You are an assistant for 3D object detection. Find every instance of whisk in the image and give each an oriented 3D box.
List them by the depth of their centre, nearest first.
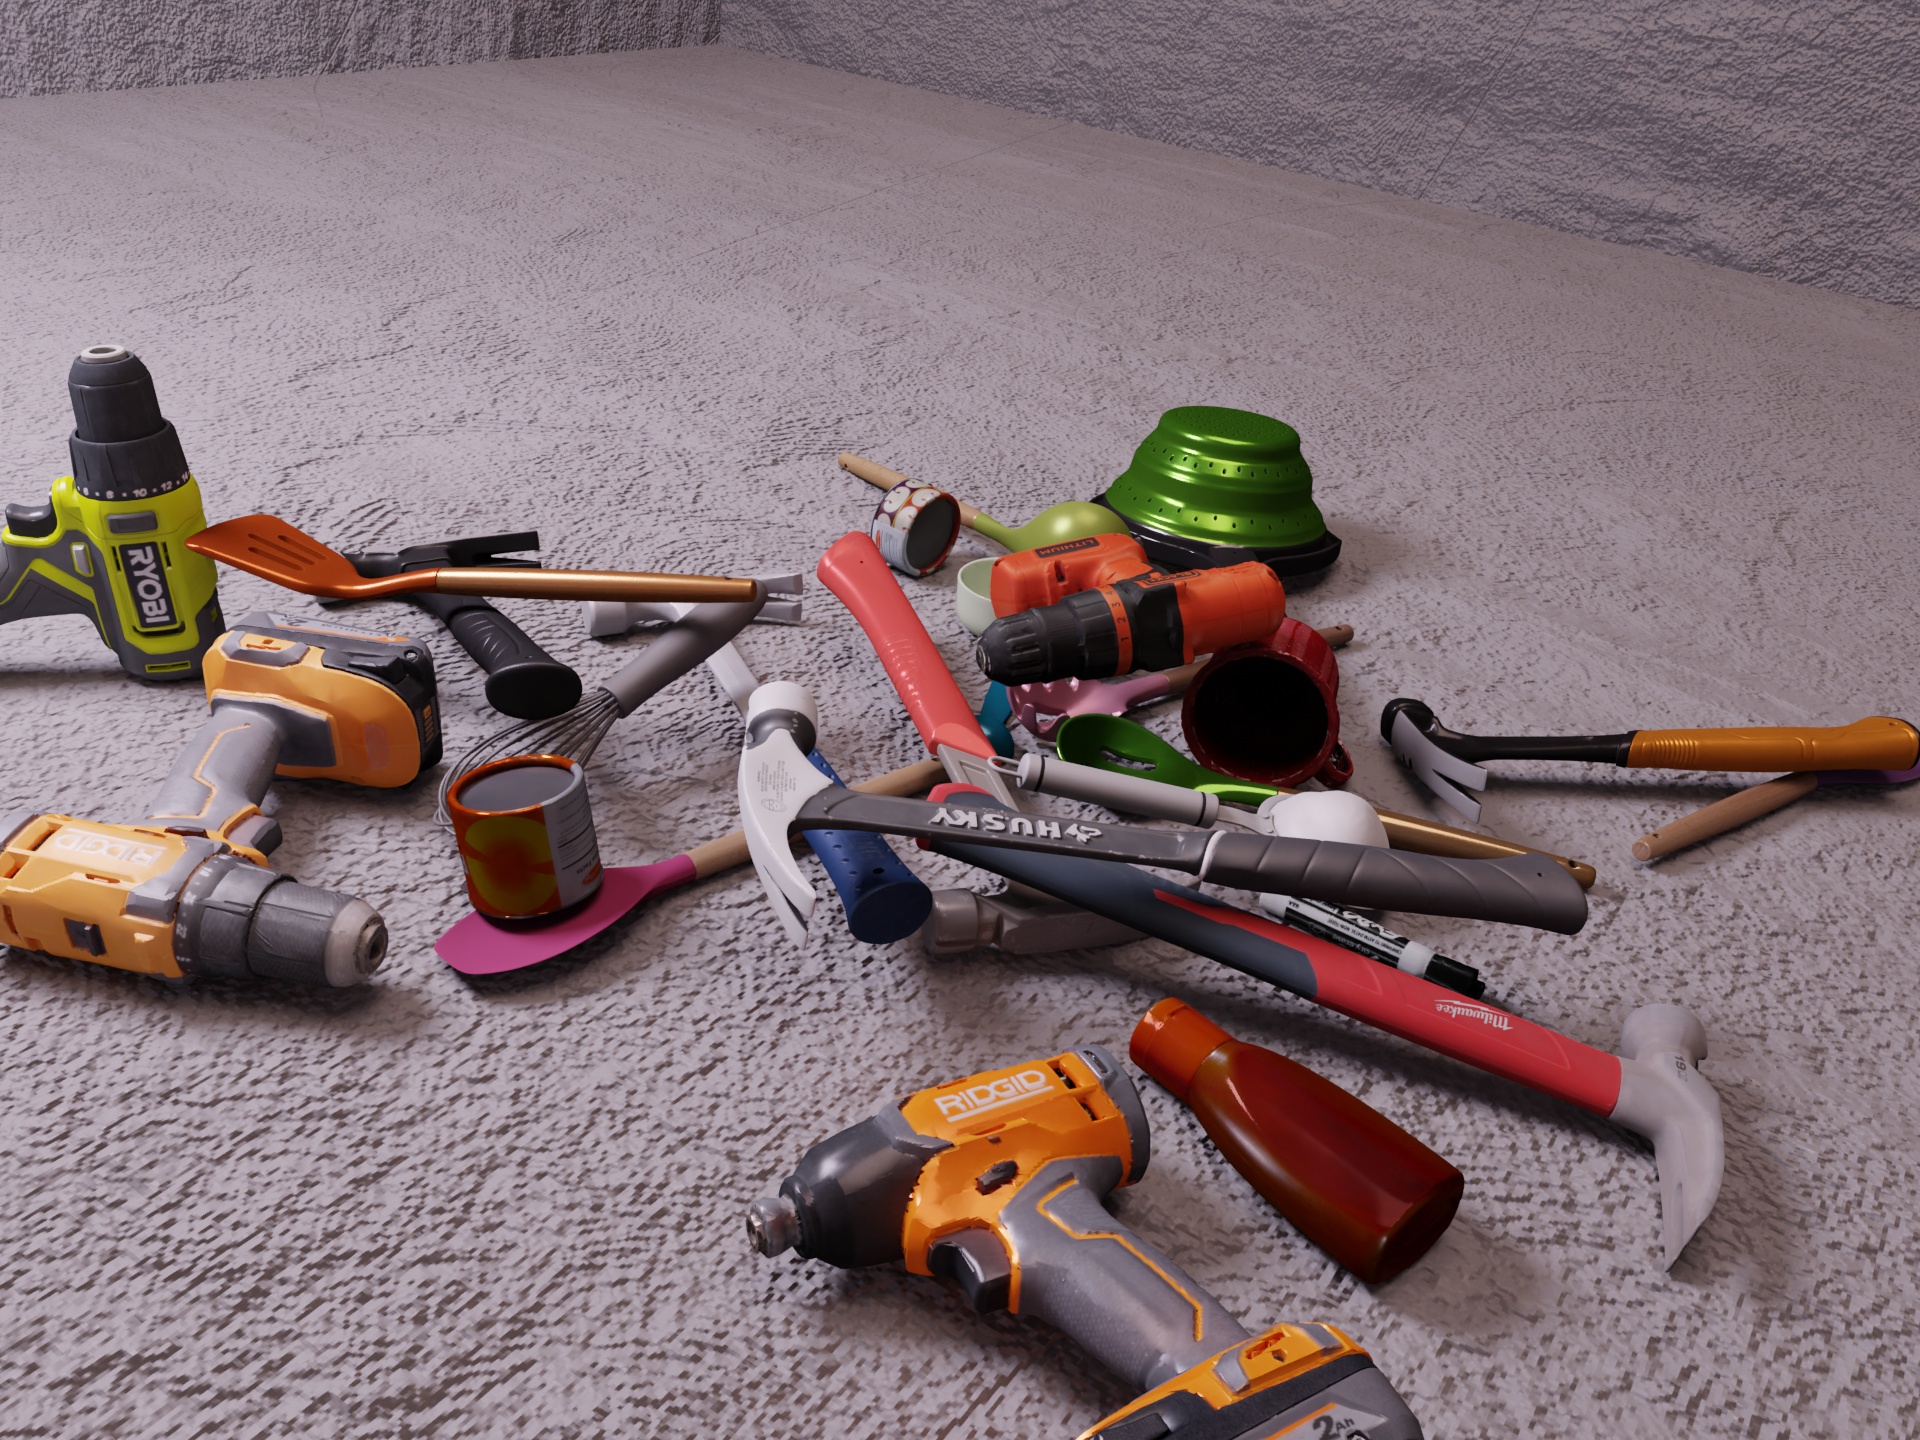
[{"bbox_3d":[-0.190,-0.012,0.874,0.055,0.055,0.239,26,52,29],"label":"whisk"}]

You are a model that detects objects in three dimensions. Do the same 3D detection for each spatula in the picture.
[{"bbox_3d":[-0.273,-0.087,0.902,0.322,0.041,0.081,3,20,9],"label":"spatula"},{"bbox_3d":[0.525,0.045,1.008,0.316,0.018,0.060,-14,35,-32],"label":"spatula"}]

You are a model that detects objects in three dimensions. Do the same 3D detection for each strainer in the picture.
[{"bbox_3d":[0.138,0.049,0.844,0.258,0.050,0.087,12,35,-11],"label":"strainer"}]

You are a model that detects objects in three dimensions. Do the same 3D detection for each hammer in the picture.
[{"bbox_3d":[0.155,0.122,0.739,0.386,0.038,0.143,21,34,10],"label":"hammer"},{"bbox_3d":[0.100,0.063,0.740,0.409,0.036,0.149,8,36,-10],"label":"hammer"},{"bbox_3d":[-0.105,0.001,0.909,0.144,0.035,0.406,-8,29,-22],"label":"hammer"},{"bbox_3d":[-0.001,-0.003,0.923,0.149,0.036,0.359,-5,39,-22],"label":"hammer"},{"bbox_3d":[-0.285,-0.062,0.942,0.146,0.035,0.335,-12,22,-27],"label":"hammer"},{"bbox_3d":[0.443,0.020,0.989,0.337,0.034,0.127,-1,22,-8],"label":"hammer"}]

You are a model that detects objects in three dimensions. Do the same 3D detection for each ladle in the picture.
[{"bbox_3d":[0.008,-0.167,1.232,0.062,0.078,0.320,-35,41,-22],"label":"ladle"}]

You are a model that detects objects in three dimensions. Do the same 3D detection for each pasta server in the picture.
[{"bbox_3d":[0.155,-0.035,1.051,0.316,0.040,0.060,-15,48,-35],"label":"pasta server"}]

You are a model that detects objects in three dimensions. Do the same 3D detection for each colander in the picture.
[{"bbox_3d":[0.206,-0.156,1.179,0.204,0.094,0.397,6,25,-3],"label":"colander"}]

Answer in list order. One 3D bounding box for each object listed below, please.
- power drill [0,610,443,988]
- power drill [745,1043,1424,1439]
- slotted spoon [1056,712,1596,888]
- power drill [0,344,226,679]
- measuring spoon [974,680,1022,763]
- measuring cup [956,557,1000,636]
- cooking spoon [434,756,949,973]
[{"bbox_3d":[-0.334,0.041,0.782,0.185,0.084,0.226,10,35,7],"label":"power drill"},{"bbox_3d":[0.032,0.212,0.564,0.164,0.084,0.227,-10,30,-26],"label":"power drill"},{"bbox_3d":[0.207,0.054,0.920,0.314,0.031,0.070,14,44,7],"label":"slotted spoon"},{"bbox_3d":[-0.545,-0.108,0.889,0.228,0.190,0.080,-8,31,-15],"label":"power drill"},{"bbox_3d":[0.023,-0.013,0.999,0.042,0.021,0.129,12,32,8],"label":"measuring spoon"},{"bbox_3d":[0.078,-0.071,1.099,0.167,0.038,0.083,12,31,5],"label":"measuring cup"},{"bbox_3d":[-0.121,0.069,0.834,0.319,0.017,0.069,-21,29,-38],"label":"cooking spoon"}]
